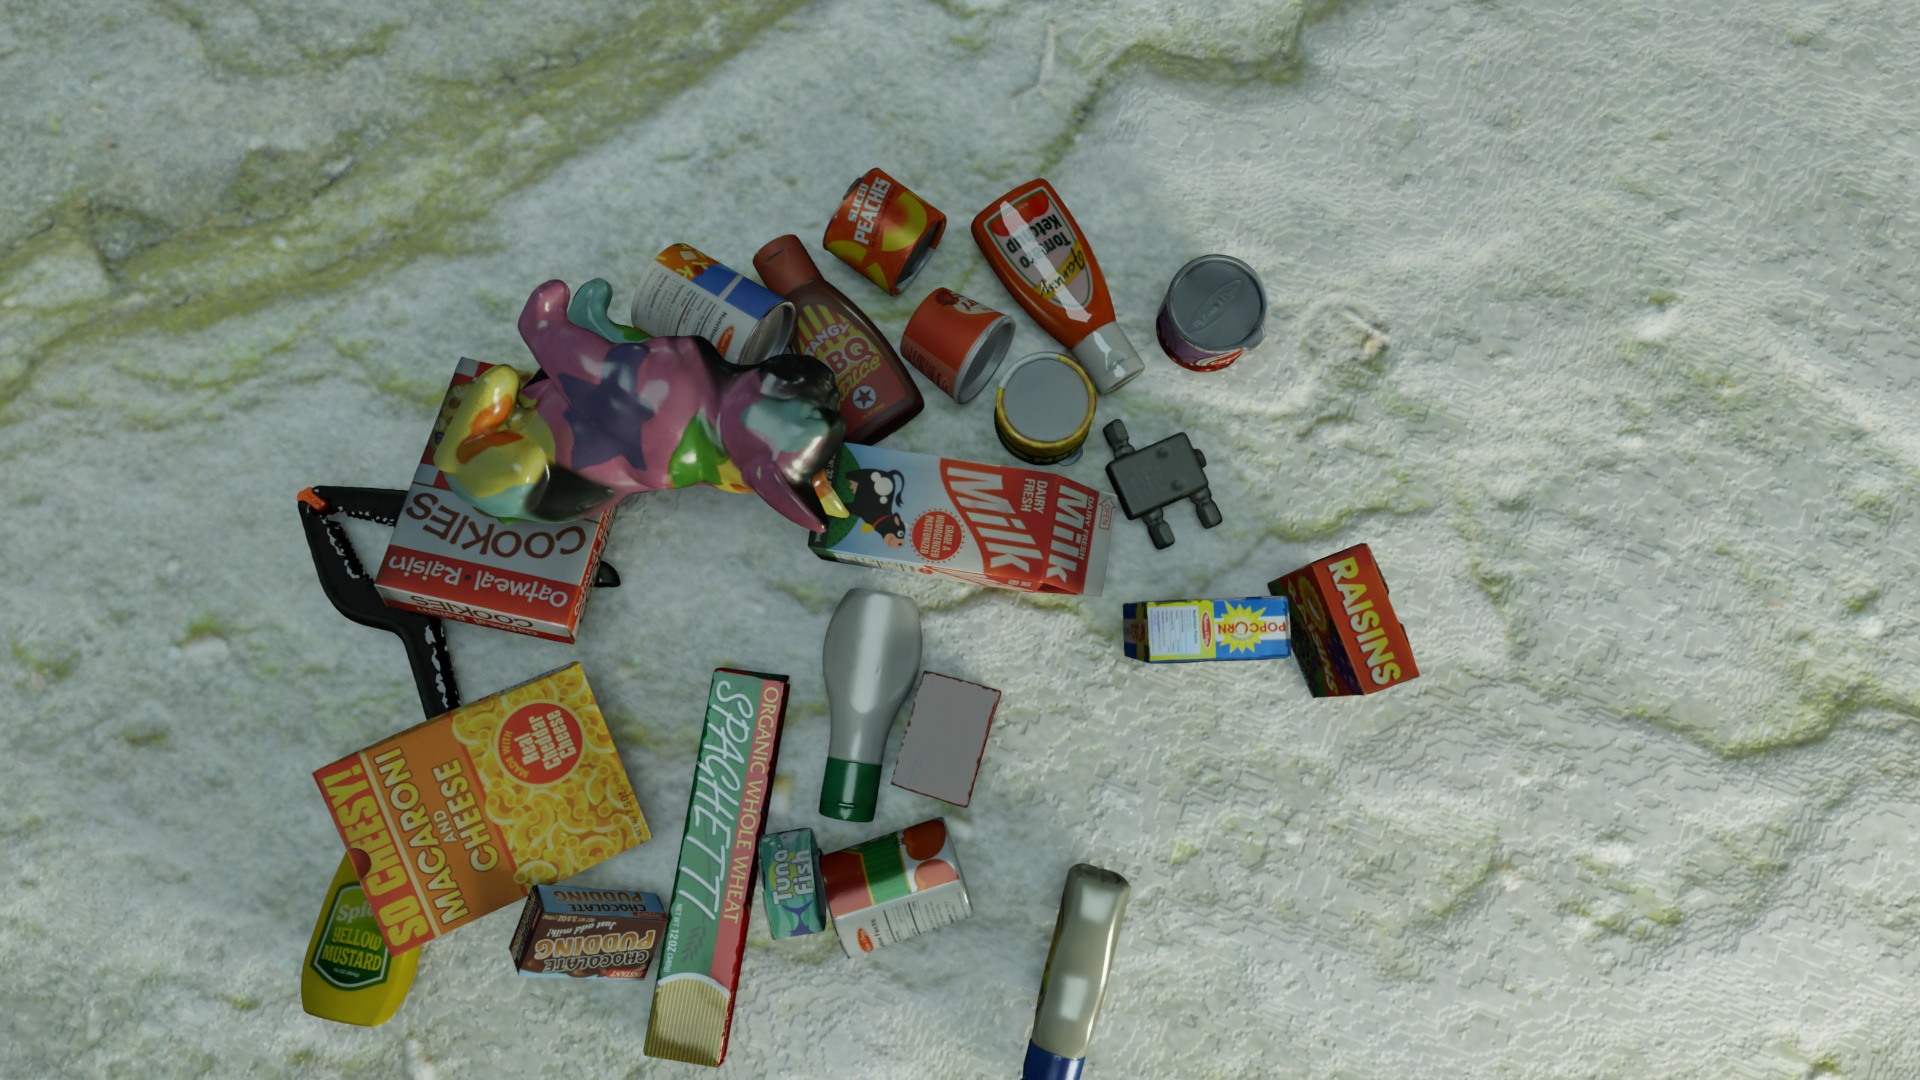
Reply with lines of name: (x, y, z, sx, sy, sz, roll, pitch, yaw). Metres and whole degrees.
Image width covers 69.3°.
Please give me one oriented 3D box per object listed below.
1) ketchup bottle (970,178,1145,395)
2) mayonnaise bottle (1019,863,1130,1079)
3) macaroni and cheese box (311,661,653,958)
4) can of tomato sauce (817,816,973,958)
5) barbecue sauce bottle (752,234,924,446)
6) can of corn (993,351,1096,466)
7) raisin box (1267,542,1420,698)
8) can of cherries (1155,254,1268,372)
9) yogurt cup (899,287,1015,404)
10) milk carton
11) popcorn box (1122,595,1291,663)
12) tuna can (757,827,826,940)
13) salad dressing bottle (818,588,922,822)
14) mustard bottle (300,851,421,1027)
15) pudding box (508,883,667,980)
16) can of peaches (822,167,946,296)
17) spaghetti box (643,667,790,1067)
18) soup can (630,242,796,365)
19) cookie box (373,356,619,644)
ketchup bottle: (0.070, -0.168, 0.940, 0.065, 0.043, 0.149, -32, 84, -4)
mayonnaise bottle: (0.070, 0.281, 0.871, 0.041, 0.064, 0.148, 15, 86, 5)
macaroni and cheese box: (-0.295, 0.164, 0.866, 0.167, 0.040, 0.123, -23, 93, -19)
can of tomato sauce: (-0.041, 0.217, 0.878, 0.083, 0.071, 0.071, -18, 83, -3)
barbecue sauce bottle: (-0.087, -0.136, 0.936, 0.065, 0.043, 0.148, -33, 83, 6)
can of corn: (0.057, -0.085, 0.921, 0.071, 0.058, 0.071, 0, 83, 1)
raisin box: (0.237, 0.053, 0.869, 0.040, 0.123, 0.086, -20, 83, -2)
can of cherries: (0.168, -0.148, 0.930, 0.071, 0.058, 0.071, 0, 82, -1)
yogurt cup: (-0.004, -0.132, 0.926, 0.054, 0.072, 0.072, 34, 84, 12)
milk carton: (0.003, -0.011, 0.904, 0.191, 0.073, 0.072, 9, 82, 1)
popcorn box: (0.150, 0.055, 0.868, 0.085, 0.126, 0.038, -2, 87, 0)
tuna can: (-0.106, 0.215, 0.875, 0.033, 0.071, 0.071, -9, 83, -2)
salad dressing bottle: (-0.063, 0.107, 0.904, 0.064, 0.044, 0.147, 9, 84, 0)
mustard bottle: (-0.370, 0.223, 0.885, 0.065, 0.048, 0.160, 12, 83, -3)
pudding box: (-0.232, 0.245, 0.866, 0.084, 0.030, 0.049, 15, 106, -34)
can of peaches: (-0.050, -0.207, 0.932, 0.058, 0.071, 0.071, 36, 84, 4)
spaghetti box: (-0.156, 0.207, 0.897, 0.050, 0.028, 0.250, 9, 83, 1)
soup can: (-0.158, -0.144, 0.895, 0.084, 0.071, 0.071, 30, 84, 10)
cookie box: (-0.288, -0.026, 0.902, 0.123, 0.040, 0.168, 12, 67, -2)
